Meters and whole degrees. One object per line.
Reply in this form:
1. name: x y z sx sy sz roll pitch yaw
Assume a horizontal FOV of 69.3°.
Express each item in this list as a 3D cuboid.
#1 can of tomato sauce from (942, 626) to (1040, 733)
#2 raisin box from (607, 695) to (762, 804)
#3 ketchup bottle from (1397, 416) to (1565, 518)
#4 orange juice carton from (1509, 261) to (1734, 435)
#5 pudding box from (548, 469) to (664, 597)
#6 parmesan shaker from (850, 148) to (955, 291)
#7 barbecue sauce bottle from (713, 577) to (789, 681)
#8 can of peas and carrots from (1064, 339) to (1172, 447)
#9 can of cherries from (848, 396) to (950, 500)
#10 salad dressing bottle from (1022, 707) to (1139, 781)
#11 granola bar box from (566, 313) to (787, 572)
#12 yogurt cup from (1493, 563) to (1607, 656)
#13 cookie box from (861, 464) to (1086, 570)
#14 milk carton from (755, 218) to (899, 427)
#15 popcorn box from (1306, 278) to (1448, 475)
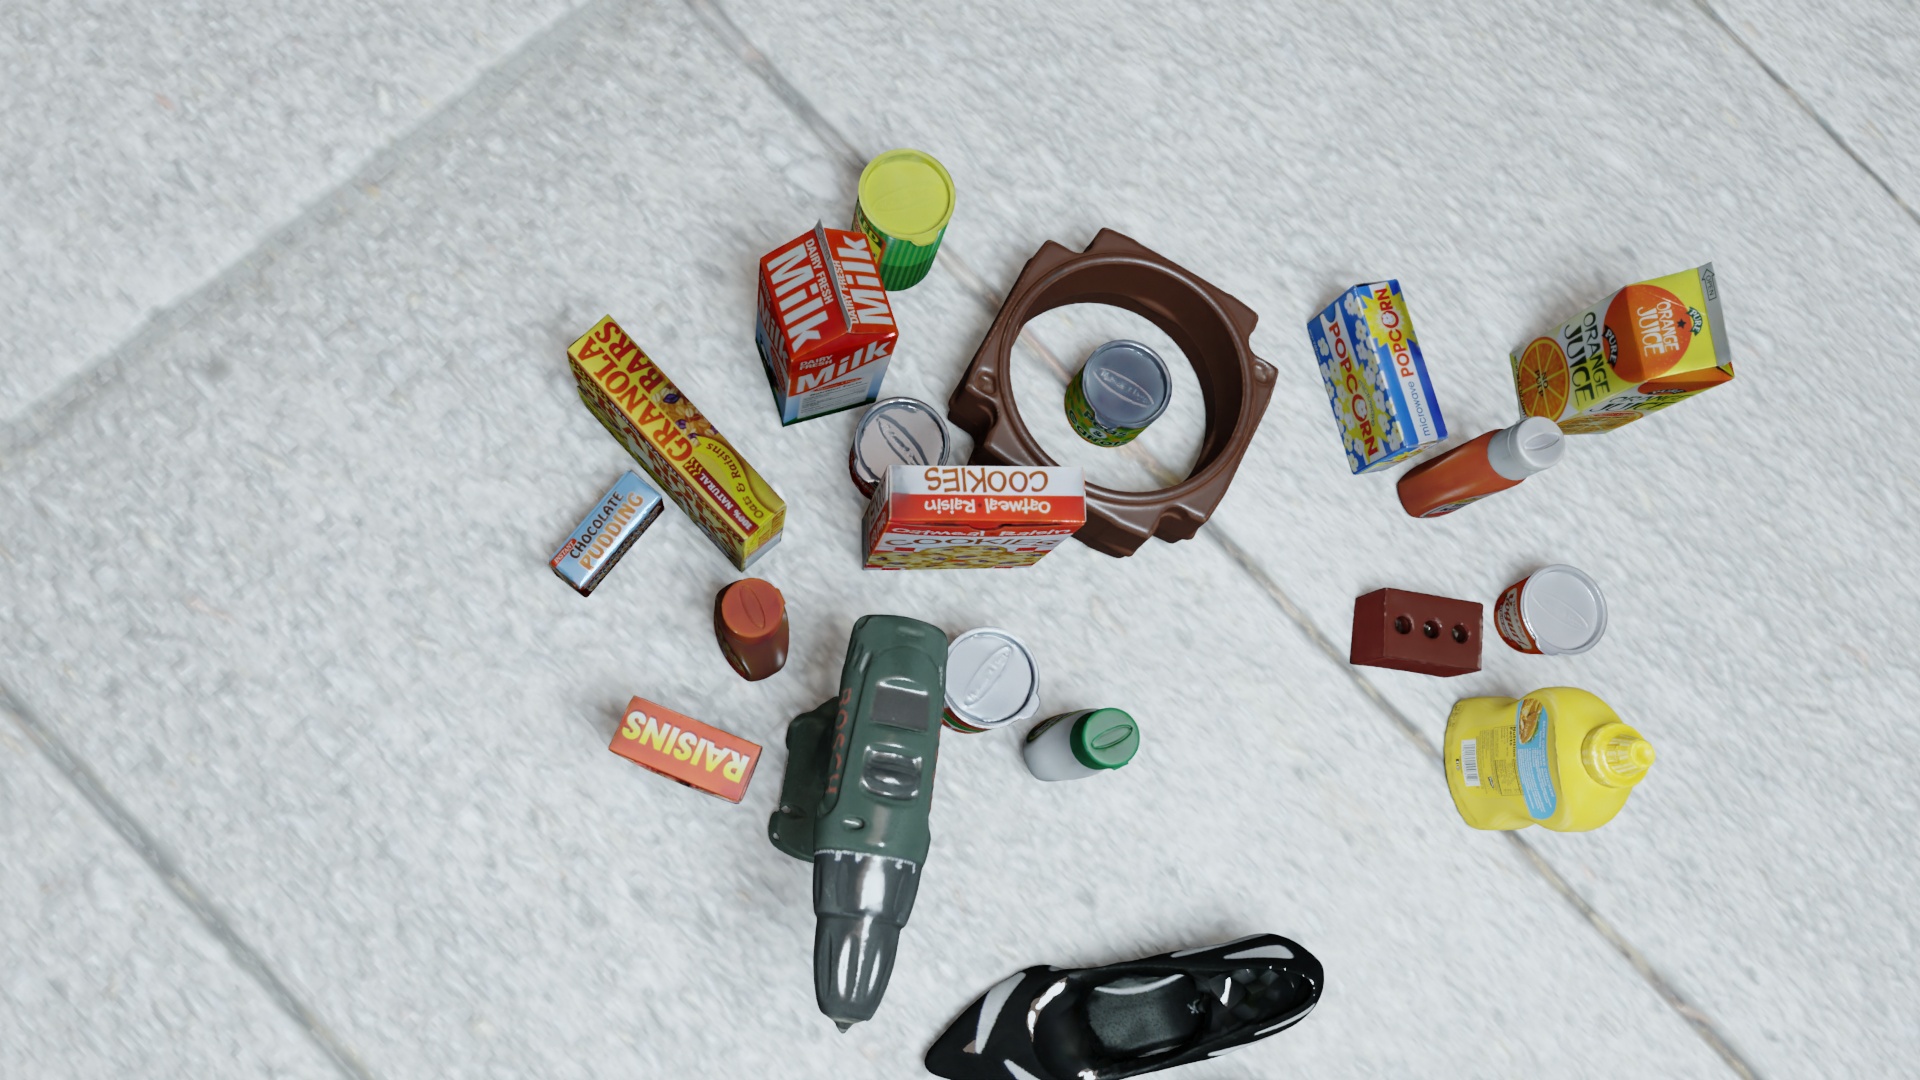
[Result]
1. can of tomato sauce: 0.014 0.097 0.939 0.071 0.083 0.071 2 79 -9
2. raisin box: -0.172 0.134 0.878 0.086 0.123 0.040 24 76 -4
3. ketchup bottle: 0.375 -0.053 0.998 0.065 0.148 0.043 -19 83 -13
4. orange juice carton: 0.489 -0.134 1.012 0.073 0.192 0.072 -3 80 -10
5. pudding box: -0.237 -0.004 0.934 0.030 0.049 0.084 39 75 -1
6. parmesan shaker: -0.043 -0.222 0.985 0.071 0.103 0.071 2 79 -9
7. barbecue sauce bottle: -0.134 0.053 0.889 0.044 0.148 0.065 -24 84 -13
8. can of peas and carrots: 0.113 -0.104 1.010 0.071 0.058 0.071 2 78 -9
9. can of cherries: -0.046 -0.060 0.974 0.071 0.058 0.071 2 78 -9
10. salad dressing bottle: 0.080 0.133 0.910 0.064 0.147 0.044 -22 83 -13
11. granola bar box: -0.186 -0.058 0.916 0.039 0.124 0.165 -43 88 -14
12. yogurt cup: 0.436 0.055 1.035 0.072 0.054 0.072 2 78 -9
13. cookie box: 0.003 -0.011 0.916 0.123 0.167 0.040 0 79 -10
14. milk carton: -0.090 -0.142 0.915 0.073 0.190 0.072 -16 82 -12
15. popcorn box: 0.308 -0.120 1.033 0.038 0.085 0.127 -13 81 -12
